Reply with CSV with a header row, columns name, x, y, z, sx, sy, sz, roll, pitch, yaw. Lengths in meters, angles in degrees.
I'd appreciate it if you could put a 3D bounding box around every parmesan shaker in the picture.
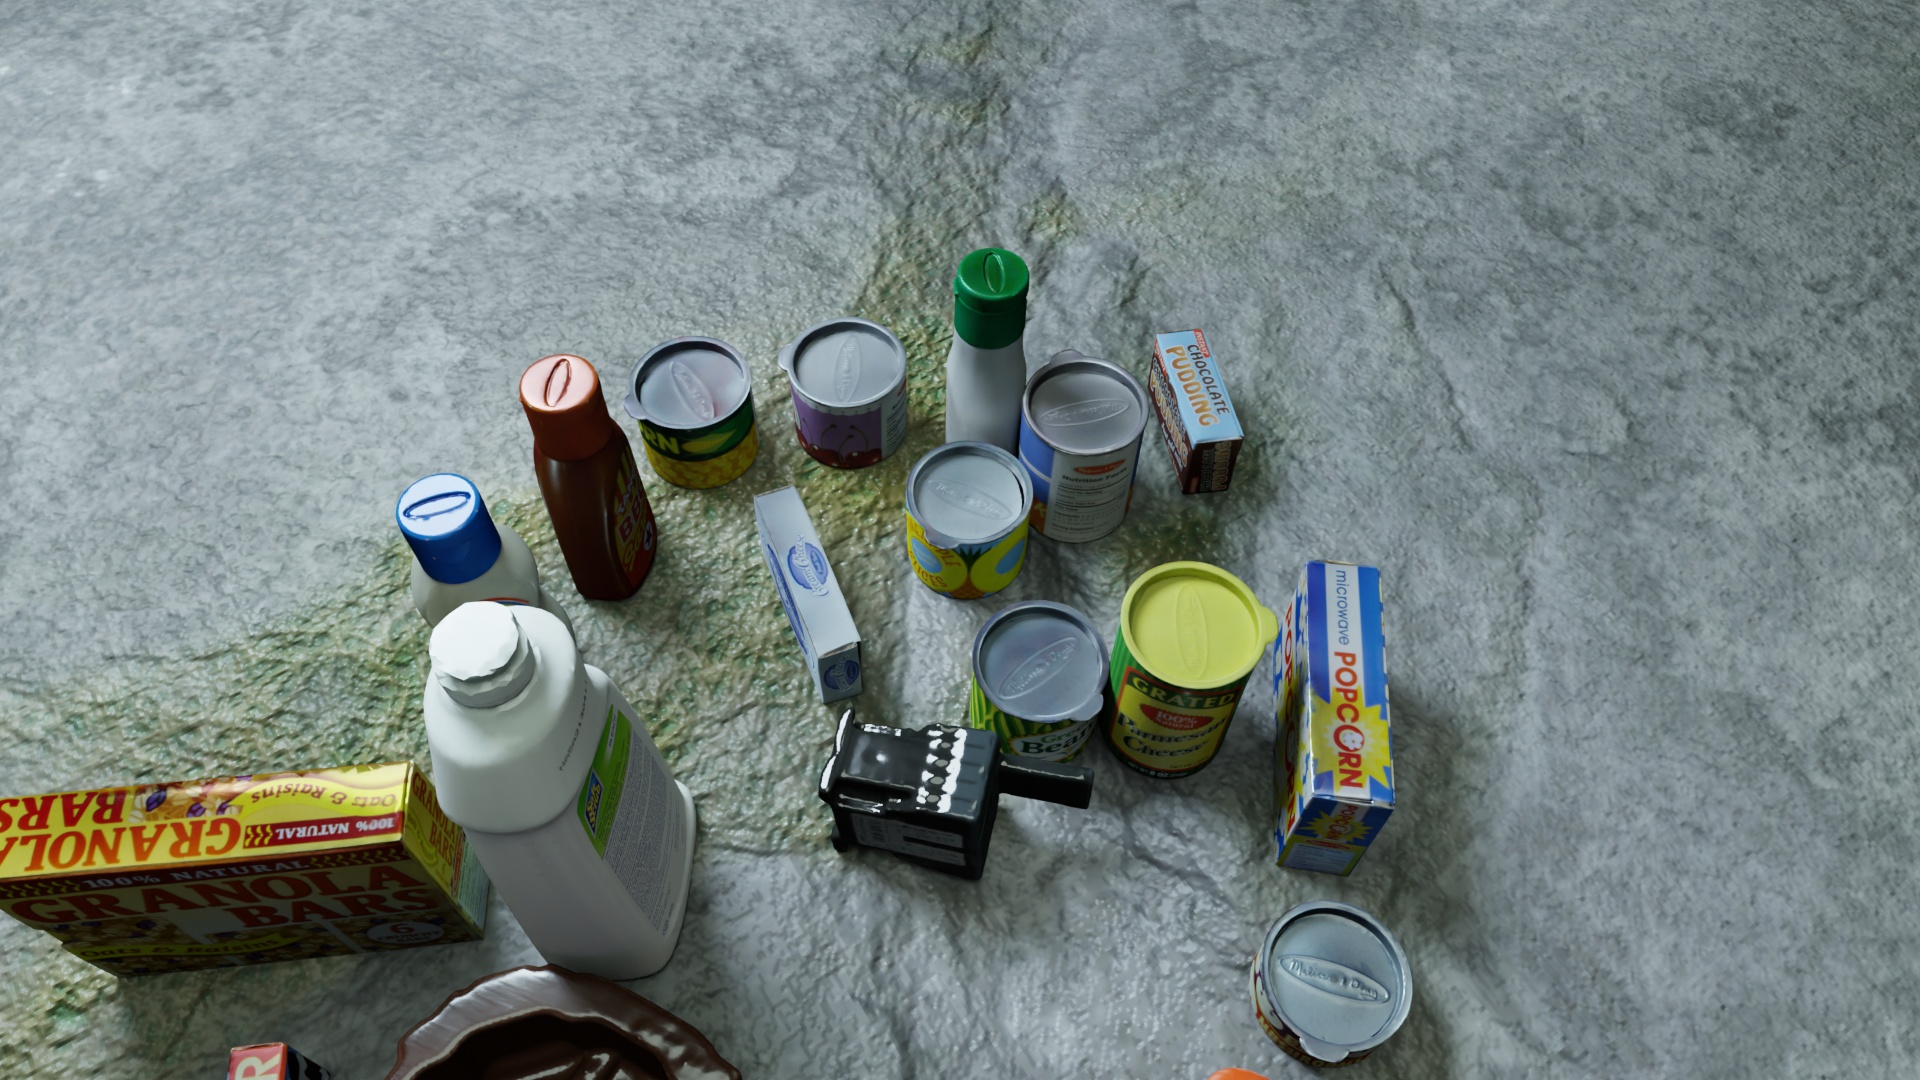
name,x,y,z,sx,sy,sz,roll,pitch,yaw
parmesan shaker,0.107,0.065,0.666,0.071,0.102,0.071,1,56,-1

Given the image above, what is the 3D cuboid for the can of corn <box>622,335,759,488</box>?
name,x,y,z,sx,sy,sz,roll,pitch,yaw
can of corn,-0.150,-0.070,0.777,0.071,0.058,0.071,1,56,-1

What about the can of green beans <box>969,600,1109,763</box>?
name,x,y,z,sx,sy,sz,roll,pitch,yaw
can of green beans,0.038,0.072,0.687,0.071,0.057,0.071,1,56,-1

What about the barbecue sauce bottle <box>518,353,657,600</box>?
name,x,y,z,sx,sy,sz,roll,pitch,yaw
barbecue sauce bottle,-0.186,-0.032,0.697,0.044,0.147,0.065,5,56,2

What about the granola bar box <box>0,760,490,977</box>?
name,x,y,z,sx,sy,sz,roll,pitch,yaw
granola bar box,-0.300,0.143,0.591,0.166,0.123,0.039,-5,57,-5

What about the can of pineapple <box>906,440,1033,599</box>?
name,x,y,z,sx,sy,sz,roll,pitch,yaw
can of pineapple,0.003,-0.009,0.741,0.071,0.057,0.071,1,56,-1

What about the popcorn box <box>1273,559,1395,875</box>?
name,x,y,z,sx,sy,sz,roll,pitch,yaw
popcorn box,0.176,0.084,0.666,0.038,0.084,0.127,6,56,3

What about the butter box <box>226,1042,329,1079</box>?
name,x,y,z,sx,sy,sz,roll,pitch,yaw
butter box,-0.278,0.260,0.556,0.024,0.052,0.104,-6,57,-5

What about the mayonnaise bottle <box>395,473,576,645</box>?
name,x,y,z,sx,sy,sz,roll,pitch,yaw
mayonnaise bottle,-0.227,0.026,0.658,0.065,0.147,0.041,-17,58,-12

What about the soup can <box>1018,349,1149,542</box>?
name,x,y,z,sx,sy,sz,roll,pitch,yaw
soup can,0.064,-0.050,0.755,0.071,0.083,0.072,1,56,-1

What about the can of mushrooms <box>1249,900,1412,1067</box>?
name,x,y,z,sx,sy,sz,roll,pitch,yaw
can of mushrooms,0.163,0.200,0.619,0.071,0.033,0.071,1,56,-1

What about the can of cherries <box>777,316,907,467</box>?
name,x,y,z,sx,sy,sz,roll,pitch,yaw
can of cherries,-0.066,-0.084,0.789,0.071,0.058,0.072,1,56,-1

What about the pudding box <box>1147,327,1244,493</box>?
name,x,y,z,sx,sy,sz,roll,pitch,yaw
pudding box,0.133,-0.074,0.793,0.030,0.049,0.084,-8,57,-6

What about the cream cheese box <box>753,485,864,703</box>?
name,x,y,z,sx,sy,sz,roll,pitch,yaw
cream cheese box,-0.078,0.028,0.717,0.024,0.053,0.104,-18,59,-13

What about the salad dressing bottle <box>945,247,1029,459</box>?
name,x,y,z,sx,sy,sz,roll,pitch,yaw
salad dressing bottle,0.014,-0.091,0.742,0.044,0.147,0.064,-3,56,-3
